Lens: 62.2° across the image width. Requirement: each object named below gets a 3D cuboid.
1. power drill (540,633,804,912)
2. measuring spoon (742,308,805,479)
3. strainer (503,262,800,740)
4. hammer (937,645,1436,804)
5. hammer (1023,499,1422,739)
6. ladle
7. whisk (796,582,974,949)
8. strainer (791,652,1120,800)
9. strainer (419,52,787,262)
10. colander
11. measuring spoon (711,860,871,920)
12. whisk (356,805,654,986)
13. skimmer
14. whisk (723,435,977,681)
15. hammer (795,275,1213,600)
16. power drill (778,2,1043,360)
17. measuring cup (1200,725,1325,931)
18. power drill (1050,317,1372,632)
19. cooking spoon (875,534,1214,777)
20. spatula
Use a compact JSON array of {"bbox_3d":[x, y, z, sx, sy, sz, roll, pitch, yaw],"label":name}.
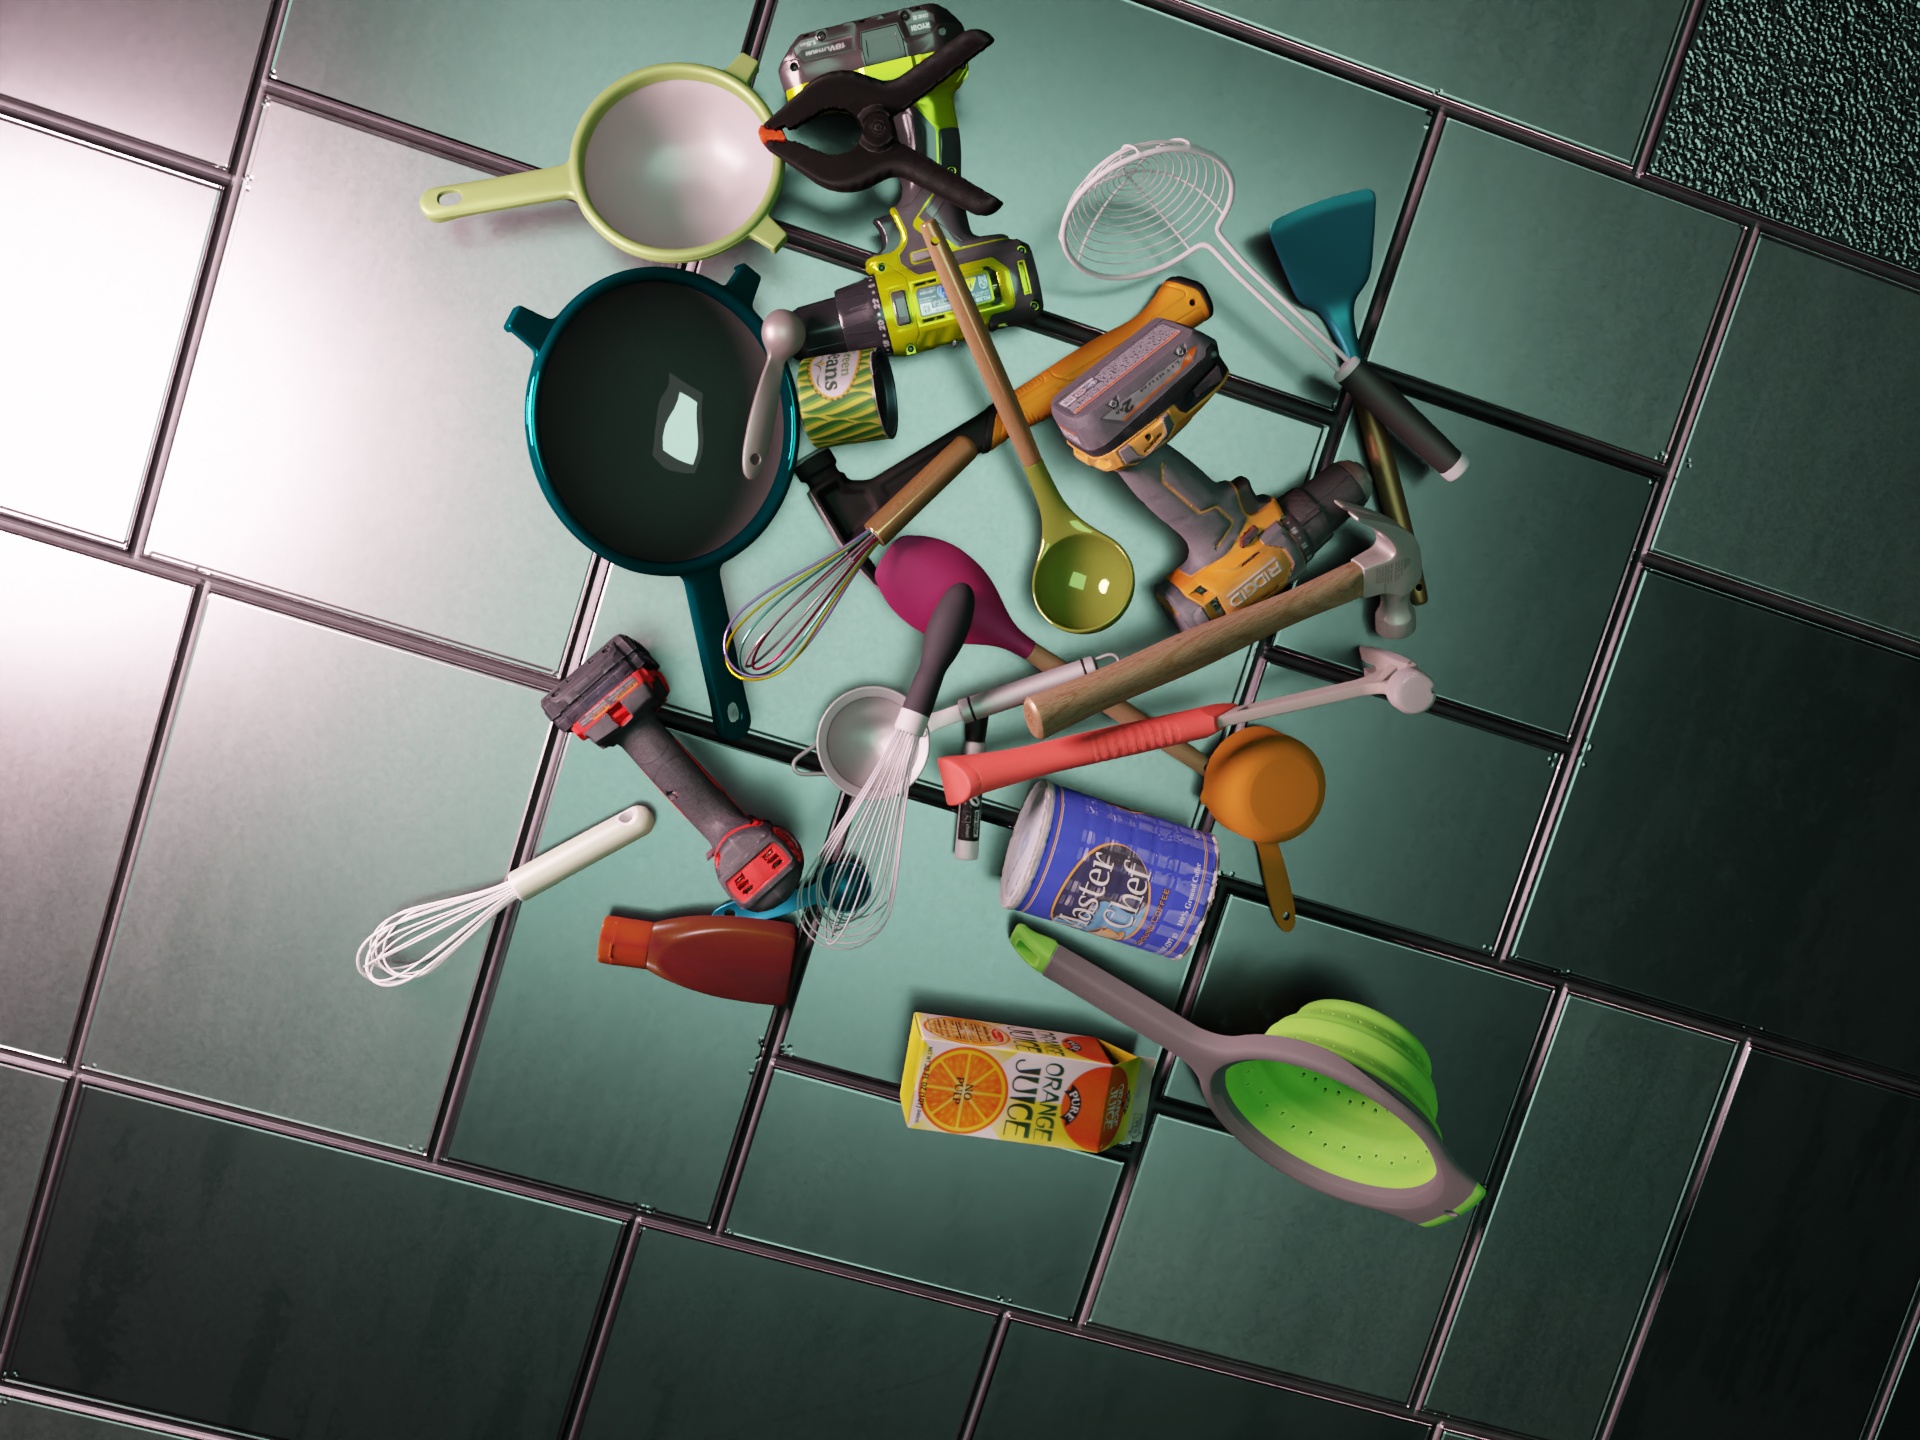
[{"bbox_3d":[-0.198,0.045,1.162,0.078,0.143,0.219,-41,92,-4],"label":"power drill"},{"bbox_3d":[-0.133,-0.232,1.131,0.034,0.018,0.124,13,90,-40],"label":"measuring spoon"},{"bbox_3d":[-0.215,-0.151,1.152,0.211,0.095,0.340,-23,112,-34],"label":"strainer"},{"bbox_3d":[0.161,0.004,1.190,0.359,0.149,0.036,-13,100,0],"label":"hammer"},{"bbox_3d":[0.198,-0.065,1.177,0.331,0.031,0.129,-23,129,-13],"label":"hammer"},{"bbox_3d":[0.042,-0.207,1.149,0.078,0.062,0.320,-22,110,10],"label":"ladle"},{"bbox_3d":[-0.048,0.031,1.161,0.070,0.070,0.284,21,86,-8],"label":"whisk"},{"bbox_3d":[-0.002,-0.004,1.204,0.258,0.050,0.087,-18,88,5],"label":"strainer"},{"bbox_3d":[-0.249,-0.376,1.135,0.256,0.069,0.151,-10,80,-1],"label":"strainer"},{"bbox_3d":[0.227,0.242,1.242,0.397,0.204,0.094,30,58,7],"label":"colander"},{"bbox_3d":[-0.131,0.137,1.238,0.128,0.021,0.042,-14,104,5],"label":"measuring spoon"},{"bbox_3d":[-0.342,0.131,1.204,0.246,0.058,0.059,-29,133,-5],"label":"whisk"},{"bbox_3d":[0.232,-0.280,1.152,0.363,0.090,0.127,38,133,-13],"label":"skimmer"},{"bbox_3d":[-0.075,-0.117,1.155,0.245,0.047,0.051,-45,129,-8],"label":"whisk"},{"bbox_3d":[0.047,-0.226,1.201,0.337,0.034,0.127,-32,98,-1],"label":"hammer"},{"bbox_3d":[-0.055,-0.379,1.154,0.190,0.080,0.228,-13,100,1],"label":"power drill"},{"bbox_3d":[0.250,0.091,1.243,0.095,0.052,0.173,-18,103,-14],"label":"measuring cup"},{"bbox_3d":[0.193,-0.188,1.177,0.185,0.084,0.226,-38,118,0],"label":"power drill"},{"bbox_3d":[0.074,-0.040,1.216,0.318,0.017,0.069,32,95,-15],"label":"cooking spoon"},{"bbox_3d":[0.314,-0.239,1.221,0.082,0.044,0.317,-18,99,1],"label":"spatula"}]
